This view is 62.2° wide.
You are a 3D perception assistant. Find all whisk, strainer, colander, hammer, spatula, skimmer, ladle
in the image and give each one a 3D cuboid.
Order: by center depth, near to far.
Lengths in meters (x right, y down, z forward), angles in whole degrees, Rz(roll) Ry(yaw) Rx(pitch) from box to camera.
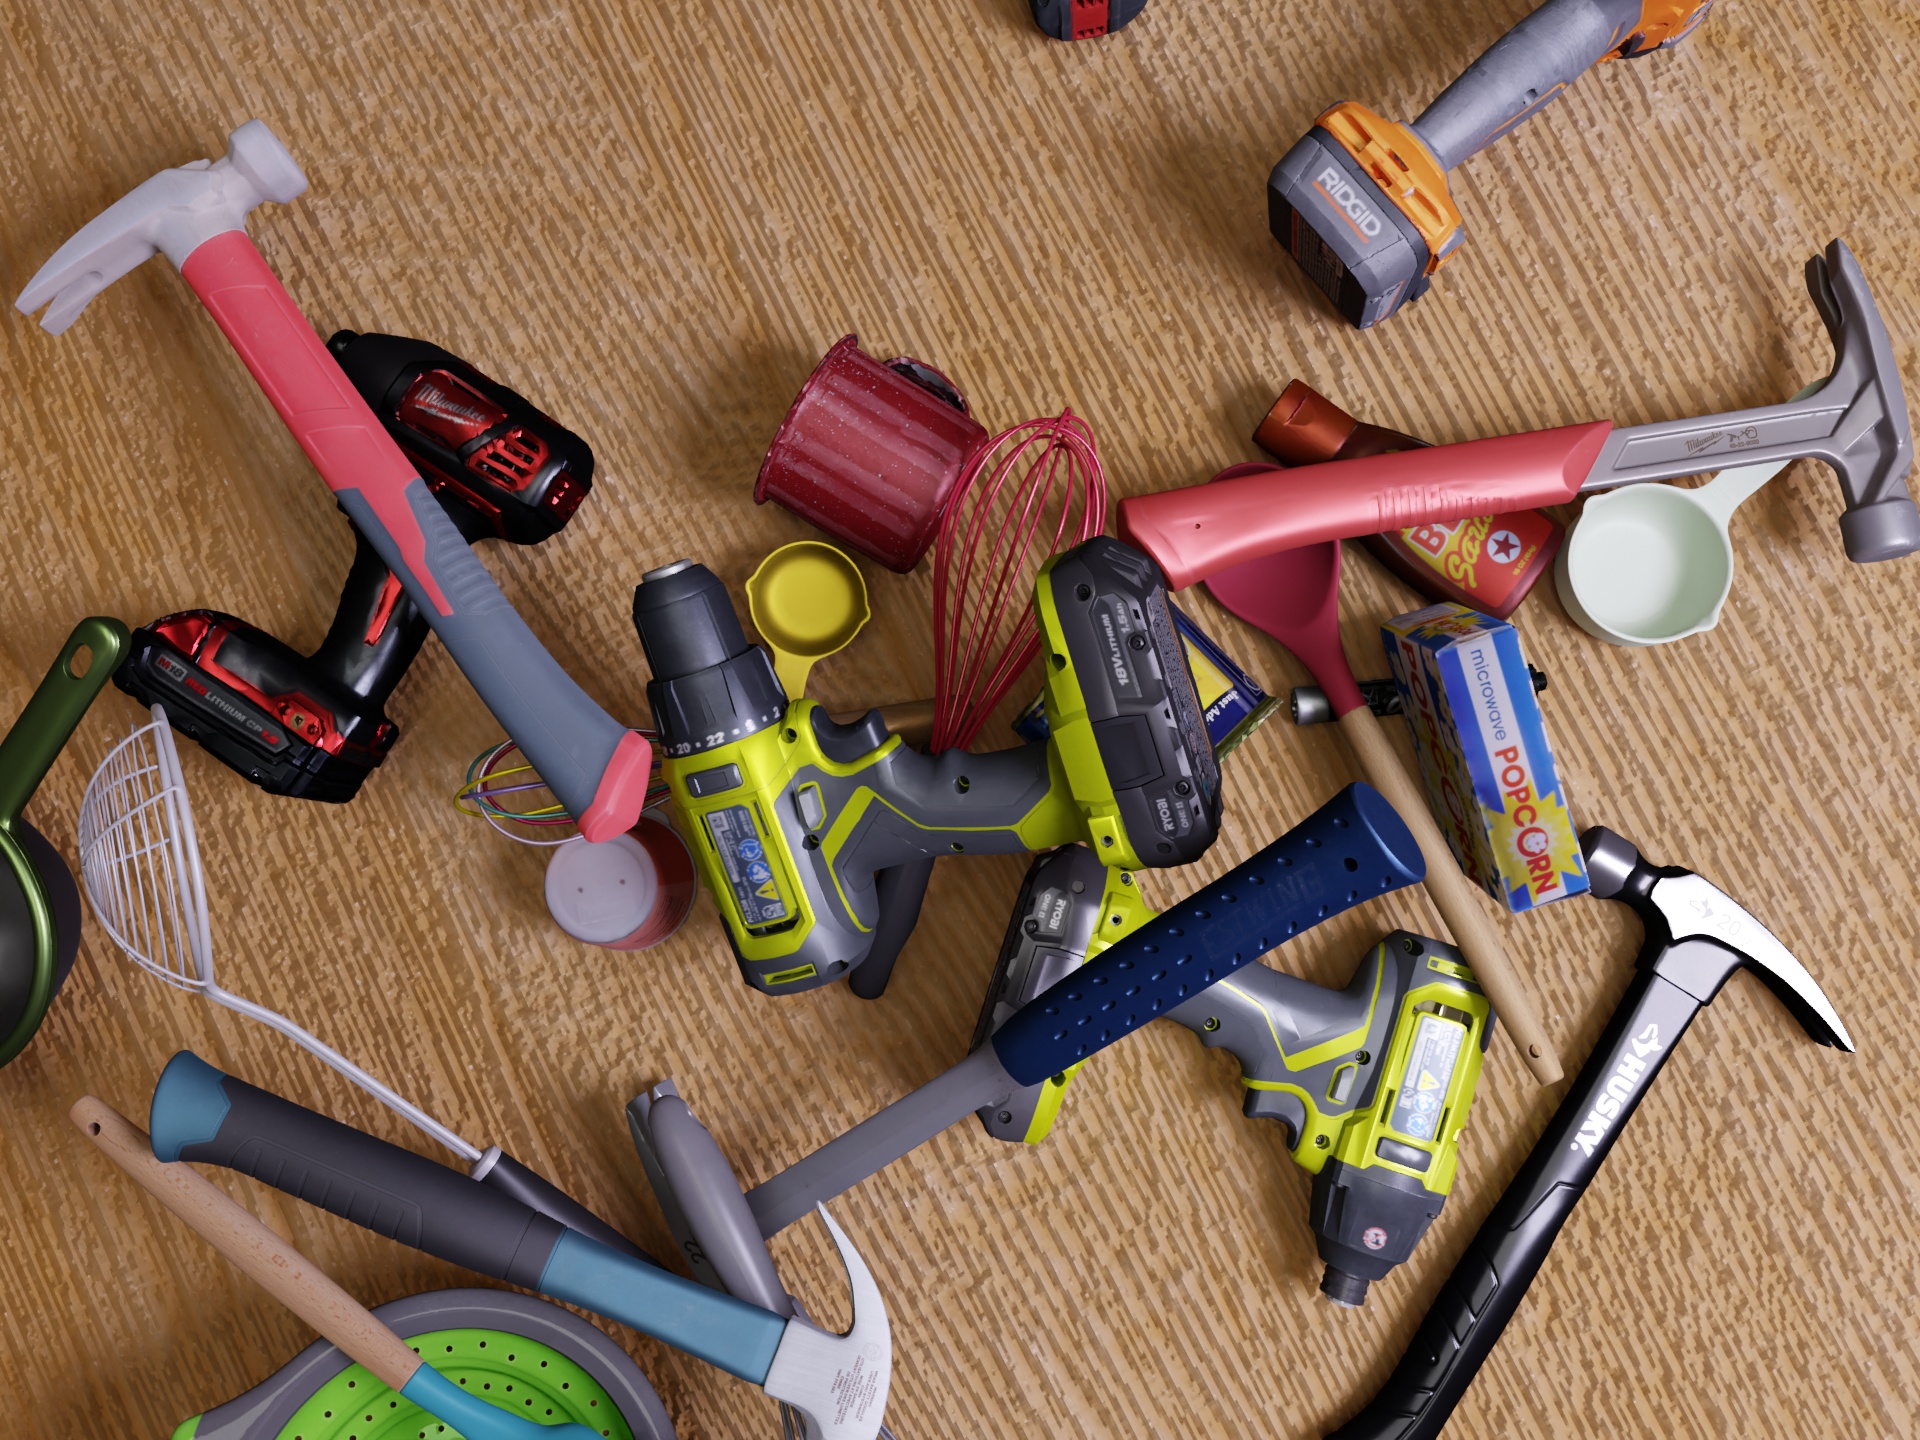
[{"bbox_3d":[-0.183,0.220,0.660,0.331,0.033,0.128,22,71,1],"label":"hammer"},{"bbox_3d":[-0.251,0.259,0.661,0.317,0.044,0.082,37,89,3],"label":"spatula"},{"bbox_3d":[0.010,0.142,0.666,0.405,0.035,0.144,-38,83,29],"label":"hammer"},{"bbox_3d":[-0.077,0.272,0.697,0.055,0.055,0.239,-29,81,0],"label":"whisk"},{"bbox_3d":[-0.273,-0.095,0.713,0.143,0.038,0.386,-37,77,-4],"label":"hammer"},{"bbox_3d":[-0.247,0.141,0.723,0.363,0.127,0.090,41,62,-11],"label":"skimmer"},{"bbox_3d":[0.249,-0.122,0.725,0.359,0.036,0.149,-9,81,-2],"label":"hammer"},{"bbox_3d":[-0.148,0.368,0.726,0.397,0.094,0.205,5,68,-14],"label":"colander"},{"bbox_3d":[-0.001,-0.002,0.731,0.073,0.073,0.295,20,105,4],"label":"whisk"},{"bbox_3d":[0.194,0.018,0.731,0.069,0.031,0.316,-32,70,22],"label":"ladle"},{"bbox_3d":[0.274,0.226,0.739,0.146,0.035,0.335,32,88,5],"label":"hammer"},{"bbox_3d":[-0.112,0.016,0.748,0.245,0.051,0.047,-9,127,-16],"label":"whisk"},{"bbox_3d":[-0.447,0.053,0.751,0.151,0.069,0.256,39,101,5],"label":"strainer"}]

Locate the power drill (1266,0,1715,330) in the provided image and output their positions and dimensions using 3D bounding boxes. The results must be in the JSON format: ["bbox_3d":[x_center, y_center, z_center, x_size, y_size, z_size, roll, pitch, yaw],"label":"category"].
[{"bbox_3d":[0.252,-0.287,0.733,0.226,0.164,0.084,-41,85,11],"label":"power drill"}]

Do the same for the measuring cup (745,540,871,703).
[{"bbox_3d":[-0.086,-0.012,0.783,0.062,0.029,0.156,14,98,-4],"label":"measuring cup"}]

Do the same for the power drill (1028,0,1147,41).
[{"bbox_3d":[0.128,-0.447,0.781,0.226,0.080,0.188,-9,85,5],"label":"power drill"}]

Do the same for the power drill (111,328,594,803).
[{"bbox_3d":[-0.294,-0.080,0.770,0.143,0.078,0.220,34,85,4],"label":"power drill"}]

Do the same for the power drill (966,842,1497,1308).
[{"bbox_3d":[0.121,0.159,0.732,0.223,0.080,0.171,18,86,1],"label":"power drill"}]

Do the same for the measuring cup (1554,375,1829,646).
[{"bbox_3d":[0.355,-0.103,0.762,0.167,0.038,0.083,-43,85,-3],"label":"measuring cup"}]

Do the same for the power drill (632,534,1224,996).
[{"bbox_3d":[-0.021,0.003,0.668,0.228,0.080,0.190,-15,102,17],"label":"power drill"}]
